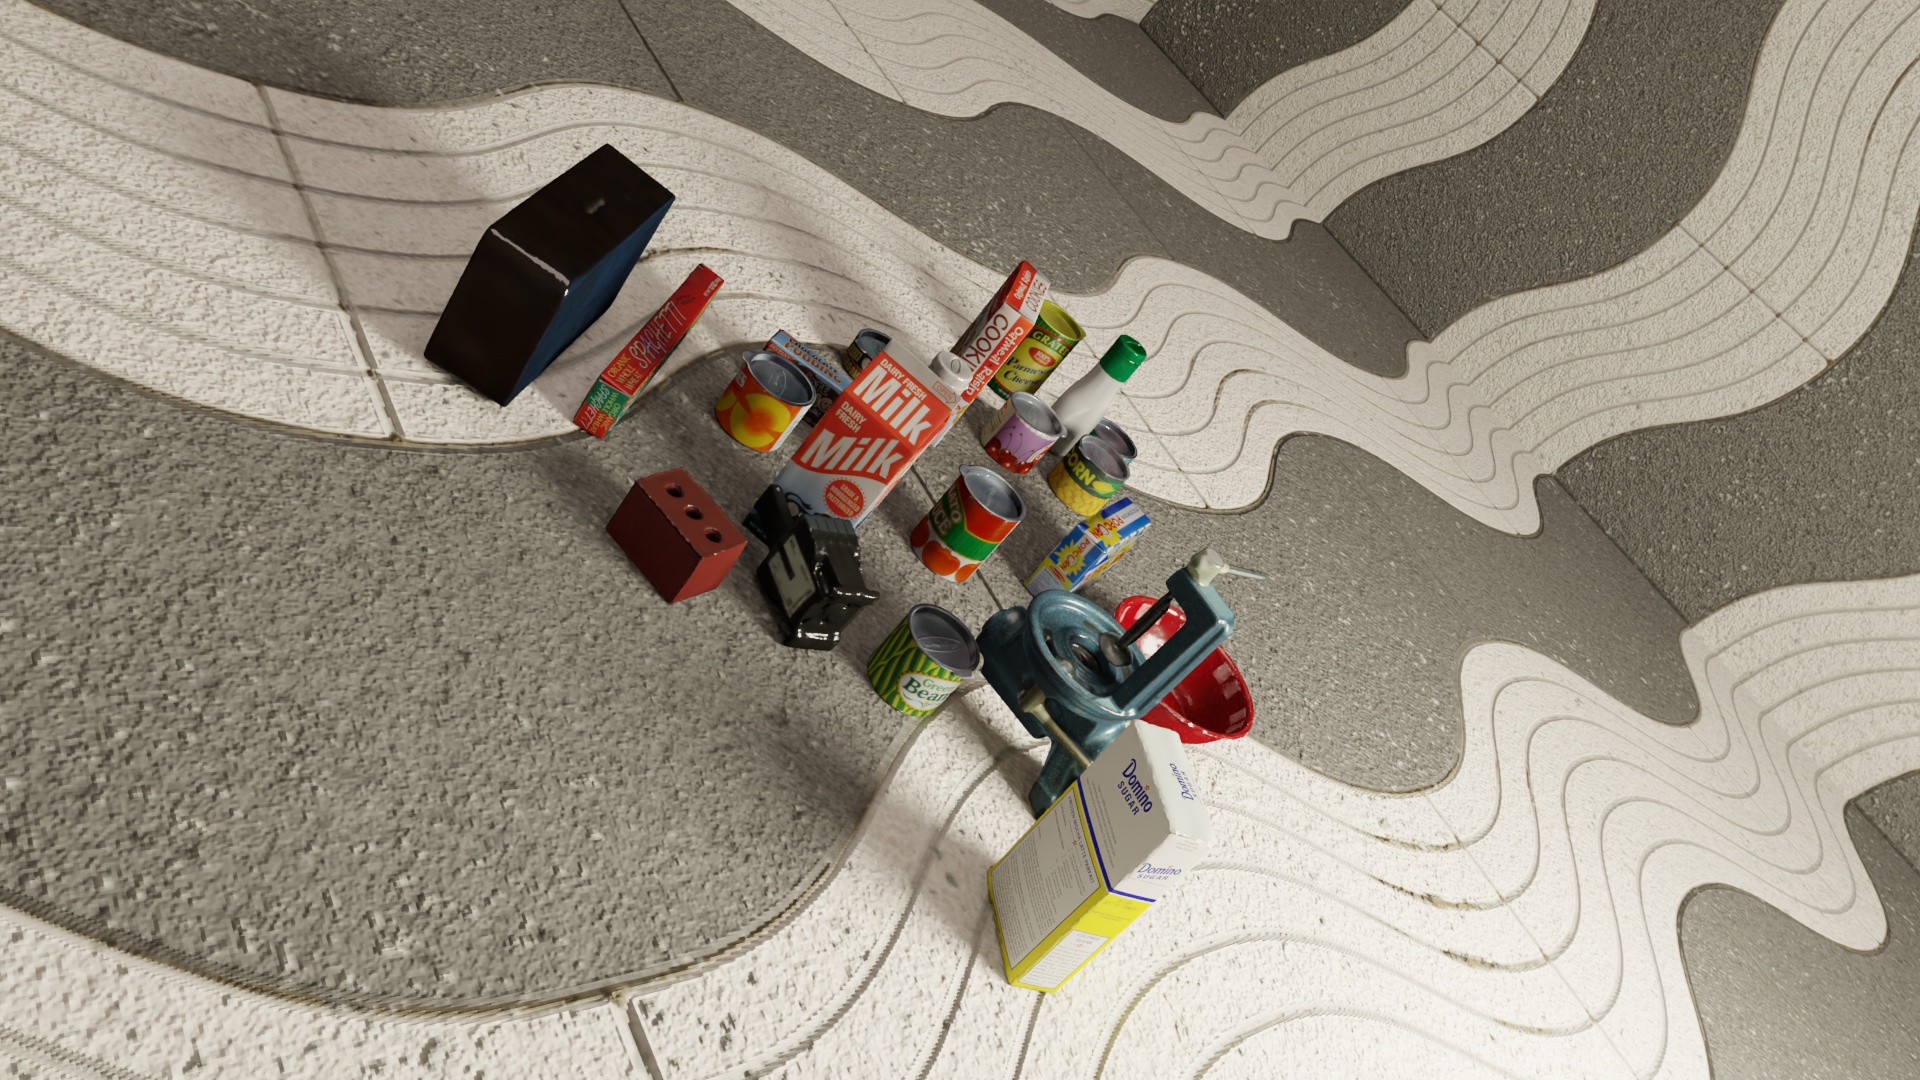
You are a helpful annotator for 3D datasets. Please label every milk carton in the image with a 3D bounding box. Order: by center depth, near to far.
[{"bbox_3d":[-0.079,-0.065,1.068,0.072,0.189,0.074,41,29,-1],"label":"milk carton"}]

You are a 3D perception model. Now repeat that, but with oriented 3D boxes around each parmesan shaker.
[{"bbox_3d":[0.080,-0.205,1.531,0.071,0.102,0.072,29,31,-20],"label":"parmesan shaker"}]

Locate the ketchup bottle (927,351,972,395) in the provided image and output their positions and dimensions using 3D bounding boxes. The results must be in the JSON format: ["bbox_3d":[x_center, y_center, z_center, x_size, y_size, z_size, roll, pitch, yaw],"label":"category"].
[{"bbox_3d":[-0.045,-0.097,1.192,0.043,0.148,0.065,33,30,-14],"label":"ketchup bottle"}]

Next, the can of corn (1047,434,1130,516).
[{"bbox_3d":[0.132,-0.068,1.452,0.071,0.058,0.071,29,31,-20],"label":"can of corn"}]

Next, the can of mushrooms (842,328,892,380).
[{"bbox_3d":[-0.083,-0.176,1.371,0.071,0.033,0.071,29,31,-20],"label":"can of mushrooms"}]

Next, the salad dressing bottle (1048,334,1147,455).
[{"bbox_3d":[0.141,-0.156,1.489,0.064,0.147,0.044,1,48,-49],"label":"salad dressing bottle"}]

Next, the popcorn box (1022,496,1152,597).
[{"bbox_3d":[0.121,0.012,1.304,0.038,0.085,0.127,47,30,10],"label":"popcorn box"}]

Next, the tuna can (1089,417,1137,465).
[{"bbox_3d":[0.163,-0.105,1.563,0.071,0.032,0.071,29,31,-20],"label":"tuna can"}]

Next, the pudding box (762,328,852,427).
[{"bbox_3d":[-0.143,-0.144,1.243,0.083,0.049,0.030,37,29,-7],"label":"pudding box"}]

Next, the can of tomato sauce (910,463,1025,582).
[{"bbox_3d":[0.004,-0.015,1.206,0.071,0.082,0.071,29,31,-20],"label":"can of tomato sauce"}]

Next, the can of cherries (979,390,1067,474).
[{"bbox_3d":[0.064,-0.109,1.428,0.071,0.058,0.072,29,31,-20],"label":"can of cherries"}]

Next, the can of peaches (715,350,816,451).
[{"bbox_3d":[-0.167,-0.118,1.171,0.071,0.057,0.071,29,31,-20],"label":"can of peaches"}]

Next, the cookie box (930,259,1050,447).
[{"bbox_3d":[0.018,-0.186,1.366,0.040,0.166,0.123,36,29,-9],"label":"cookie box"}]

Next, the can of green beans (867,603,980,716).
[{"bbox_3d":[-0.028,0.091,1.051,0.071,0.057,0.071,29,31,-20],"label":"can of green beans"}]

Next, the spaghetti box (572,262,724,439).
[{"bbox_3d":[-0.251,-0.160,1.138,0.028,0.050,0.251,35,30,-12],"label":"spaghetti box"}]
